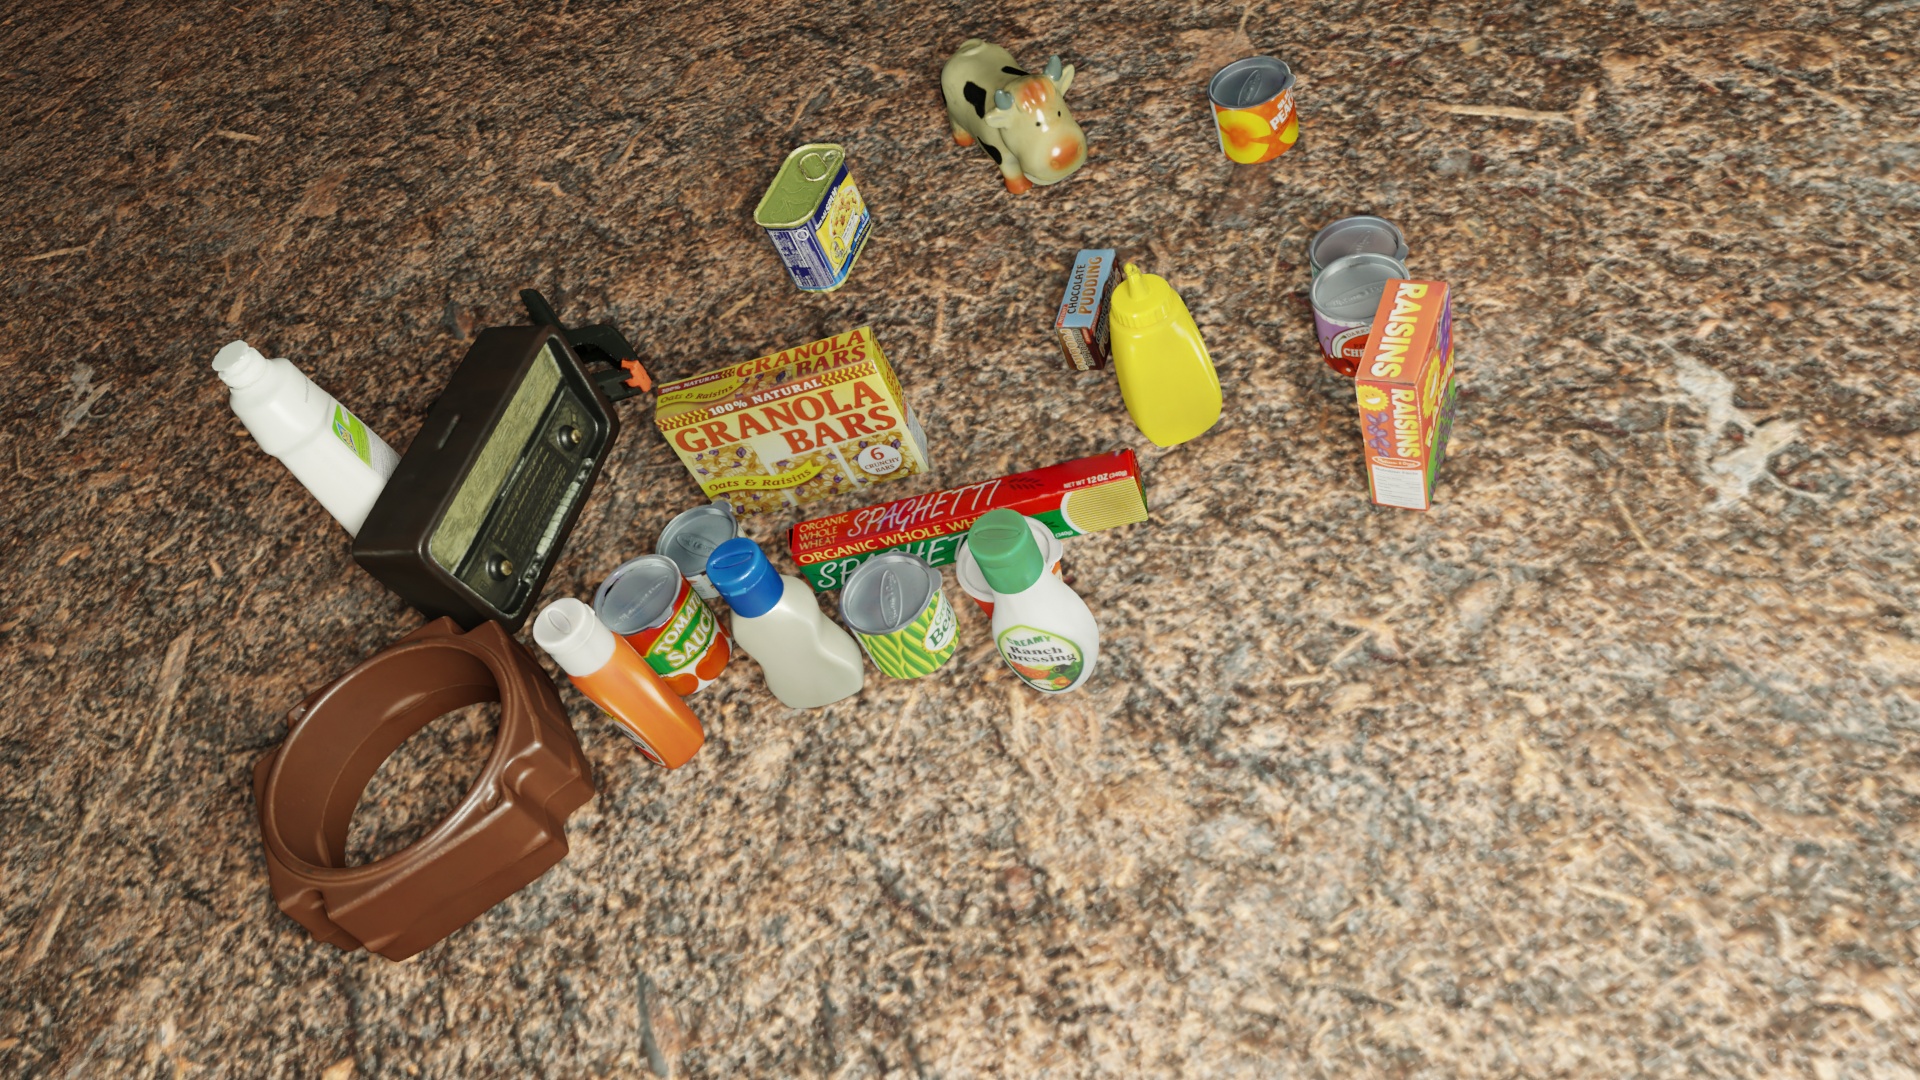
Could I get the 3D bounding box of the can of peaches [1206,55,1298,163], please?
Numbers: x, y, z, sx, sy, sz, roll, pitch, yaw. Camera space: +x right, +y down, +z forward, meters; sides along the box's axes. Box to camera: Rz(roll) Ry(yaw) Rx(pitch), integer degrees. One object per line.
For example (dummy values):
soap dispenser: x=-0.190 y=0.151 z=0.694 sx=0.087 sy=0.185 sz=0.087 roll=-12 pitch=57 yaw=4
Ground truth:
can of peaches: x=0.240 y=-0.349 z=1.127 sx=0.071 sy=0.057 sz=0.071 roll=-11 pitch=50 yaw=14

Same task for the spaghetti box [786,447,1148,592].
spaghetti box: x=0.003 y=-0.012 z=0.961 sx=0.250 sy=0.050 sz=0.029 roll=-13 pitch=50 yaw=13

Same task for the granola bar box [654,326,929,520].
granola bar box: x=-0.121 y=-0.082 z=1.018 sx=0.165 sy=0.123 sz=0.039 roll=-14 pitch=50 yaw=12

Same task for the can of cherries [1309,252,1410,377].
can of cherries: x=0.278 y=-0.153 z=0.956 sx=0.071 sy=0.058 sz=0.072 roll=-11 pitch=50 yaw=14

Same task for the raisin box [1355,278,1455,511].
raisin box: x=0.278 y=-0.089 z=0.862 sx=0.040 sy=0.123 sz=0.086 roll=10 pitch=58 yaw=28

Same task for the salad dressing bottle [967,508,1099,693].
salad dressing bottle: x=0.042 y=0.038 z=0.841 sx=0.064 sy=0.147 sz=0.044 roll=0 pitch=54 yaw=22

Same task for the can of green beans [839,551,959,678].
can of green beans: x=-0.039 y=0.050 z=0.924 sx=0.071 sy=0.057 sz=0.071 roll=-11 pitch=50 yaw=14

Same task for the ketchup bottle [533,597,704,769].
ketchup bottle: x=-0.223 y=0.092 z=0.905 sx=0.043 sy=0.148 sz=0.065 roll=-45 pitch=51 yaw=-14

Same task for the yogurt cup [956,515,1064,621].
yogurt cup: x=0.037 y=0.025 z=0.916 sx=0.072 sy=0.053 sz=0.073 roll=-11 pitch=50 yaw=14

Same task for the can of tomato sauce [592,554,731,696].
can of tomato sauce: x=-0.204 y=0.061 z=0.966 sx=0.071 sy=0.082 sz=0.071 roll=-11 pitch=50 yaw=14

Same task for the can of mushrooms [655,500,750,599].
can of mushrooms: x=-0.188 y=0.007 z=1.035 sx=0.071 sy=0.033 sz=0.071 roll=-11 pitch=50 yaw=14

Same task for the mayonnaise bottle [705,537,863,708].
mayonnaise bottle: x=-0.114 y=0.054 z=0.891 sx=0.065 sy=0.147 sz=0.041 roll=-15 pitch=50 yaw=11

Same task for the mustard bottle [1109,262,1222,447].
mustard bottle: x=0.132 y=-0.131 z=0.930 sx=0.065 sy=0.159 sz=0.049 roll=-24 pitch=49 yaw=3

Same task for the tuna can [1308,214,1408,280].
tuna can: x=0.290 y=-0.201 z=1.007 sx=0.071 sy=0.032 sz=0.071 roll=-11 pitch=50 yaw=14

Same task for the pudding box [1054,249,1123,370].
pudding box: x=0.099 y=-0.176 z=1.052 sx=0.030 sy=0.049 sz=0.084 roll=3 pitch=55 yaw=24
